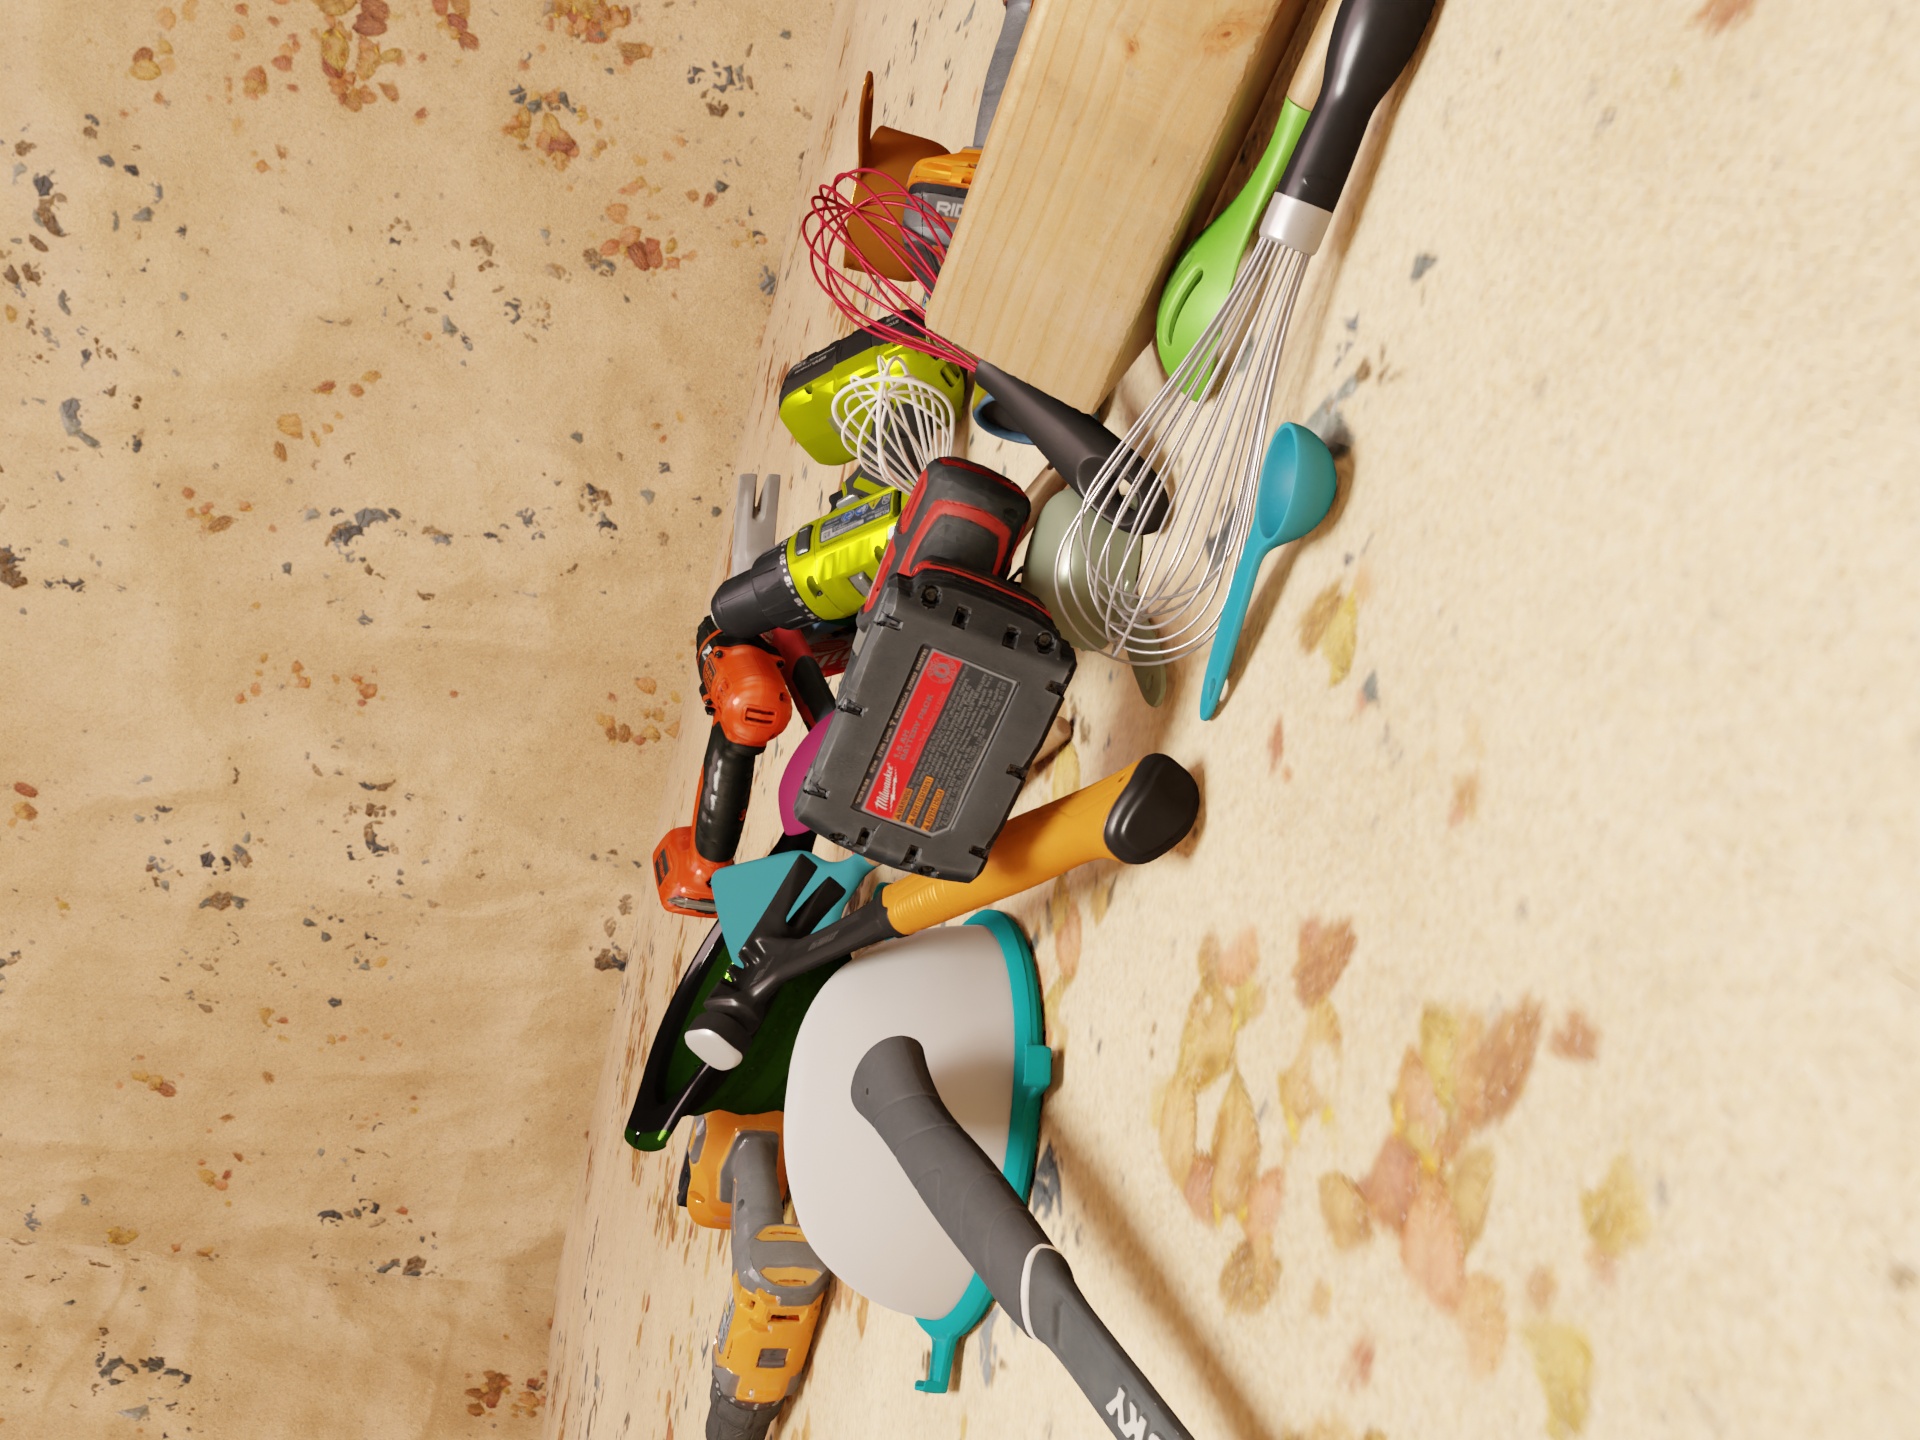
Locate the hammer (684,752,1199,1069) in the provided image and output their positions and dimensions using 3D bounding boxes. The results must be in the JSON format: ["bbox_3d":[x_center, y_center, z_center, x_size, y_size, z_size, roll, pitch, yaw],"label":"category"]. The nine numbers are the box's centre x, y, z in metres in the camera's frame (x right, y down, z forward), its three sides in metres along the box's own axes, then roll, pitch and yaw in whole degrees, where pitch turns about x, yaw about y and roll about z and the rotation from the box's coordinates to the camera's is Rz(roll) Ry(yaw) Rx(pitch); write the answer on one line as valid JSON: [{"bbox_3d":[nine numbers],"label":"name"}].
[{"bbox_3d":[-0.013,0.076,0.727,0.337,0.034,0.127,-29,23,49],"label":"hammer"}]

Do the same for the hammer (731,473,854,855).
[{"bbox_3d":[-0.103,-0.037,1.085,0.387,0.038,0.143,-123,36,-54],"label":"hammer"}]

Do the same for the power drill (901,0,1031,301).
[{"bbox_3d":[0.036,-0.353,0.916,0.164,0.084,0.226,33,-110,-80],"label":"power drill"}]

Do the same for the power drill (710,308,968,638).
[{"bbox_3d":[-0.076,-0.159,1.073,0.190,0.080,0.229,-20,44,24],"label":"power drill"}]

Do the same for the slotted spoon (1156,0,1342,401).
[{"bbox_3d":[0.139,-0.254,0.590,0.070,0.031,0.313,-88,18,-47],"label":"slotted spoon"}]

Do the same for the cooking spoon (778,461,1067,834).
[{"bbox_3d":[-0.027,-0.041,0.913,0.318,0.017,0.069,-49,41,33],"label":"cooking spoon"}]

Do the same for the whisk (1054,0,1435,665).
[{"bbox_3d":[0.110,-0.149,0.579,0.070,0.070,0.284,-112,41,-65],"label":"whisk"}]

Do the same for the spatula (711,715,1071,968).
[{"bbox_3d":[-0.043,0.068,0.876,0.317,0.044,0.082,-37,67,48],"label":"spatula"}]

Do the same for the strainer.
[{"bbox_3d":[-0.049,0.169,0.851,0.341,0.095,0.211,-117,40,-65],"label":"strainer"}]

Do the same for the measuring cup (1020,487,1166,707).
[{"bbox_3d":[0.059,-0.052,0.713,0.168,0.038,0.083,-102,27,-61],"label":"measuring cup"}]

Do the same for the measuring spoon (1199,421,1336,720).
[{"bbox_3d":[0.111,-0.048,0.575,0.042,0.021,0.128,-90,9,-49],"label":"measuring spoon"}]

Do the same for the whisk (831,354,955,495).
[{"bbox_3d":[-0.014,-0.120,0.853,0.246,0.059,0.058,56,-147,-68],"label":"whisk"}]

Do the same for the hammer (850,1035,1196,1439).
[{"bbox_3d":[0.036,0.203,0.520,0.409,0.036,0.149,-150,70,-66],"label":"hammer"}]

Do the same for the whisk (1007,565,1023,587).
[{"bbox_3d":[-0.001,-0.002,0.901,0.238,0.055,0.055,112,162,-51],"label":"whisk"}]

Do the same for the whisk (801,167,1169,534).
[{"bbox_3d":[0.006,-0.182,0.769,0.296,0.073,0.073,50,135,32],"label":"whisk"}]

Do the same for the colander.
[{"bbox_3d":[-0.095,0.128,1.105,0.204,0.094,0.397,-25,37,64],"label":"colander"}]

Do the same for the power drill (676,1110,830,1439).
[{"bbox_3d":[-0.150,0.380,1.117,0.226,0.084,0.185,-114,36,-58],"label":"power drill"}]

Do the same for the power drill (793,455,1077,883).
[{"bbox_3d":[-0.022,-0.011,0.720,0.227,0.080,0.188,-95,28,-69],"label":"power drill"}]

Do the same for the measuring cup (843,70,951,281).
[{"bbox_3d":[-0.033,-0.323,0.937,0.173,0.052,0.095,103,-176,-79],"label":"measuring cup"}]
